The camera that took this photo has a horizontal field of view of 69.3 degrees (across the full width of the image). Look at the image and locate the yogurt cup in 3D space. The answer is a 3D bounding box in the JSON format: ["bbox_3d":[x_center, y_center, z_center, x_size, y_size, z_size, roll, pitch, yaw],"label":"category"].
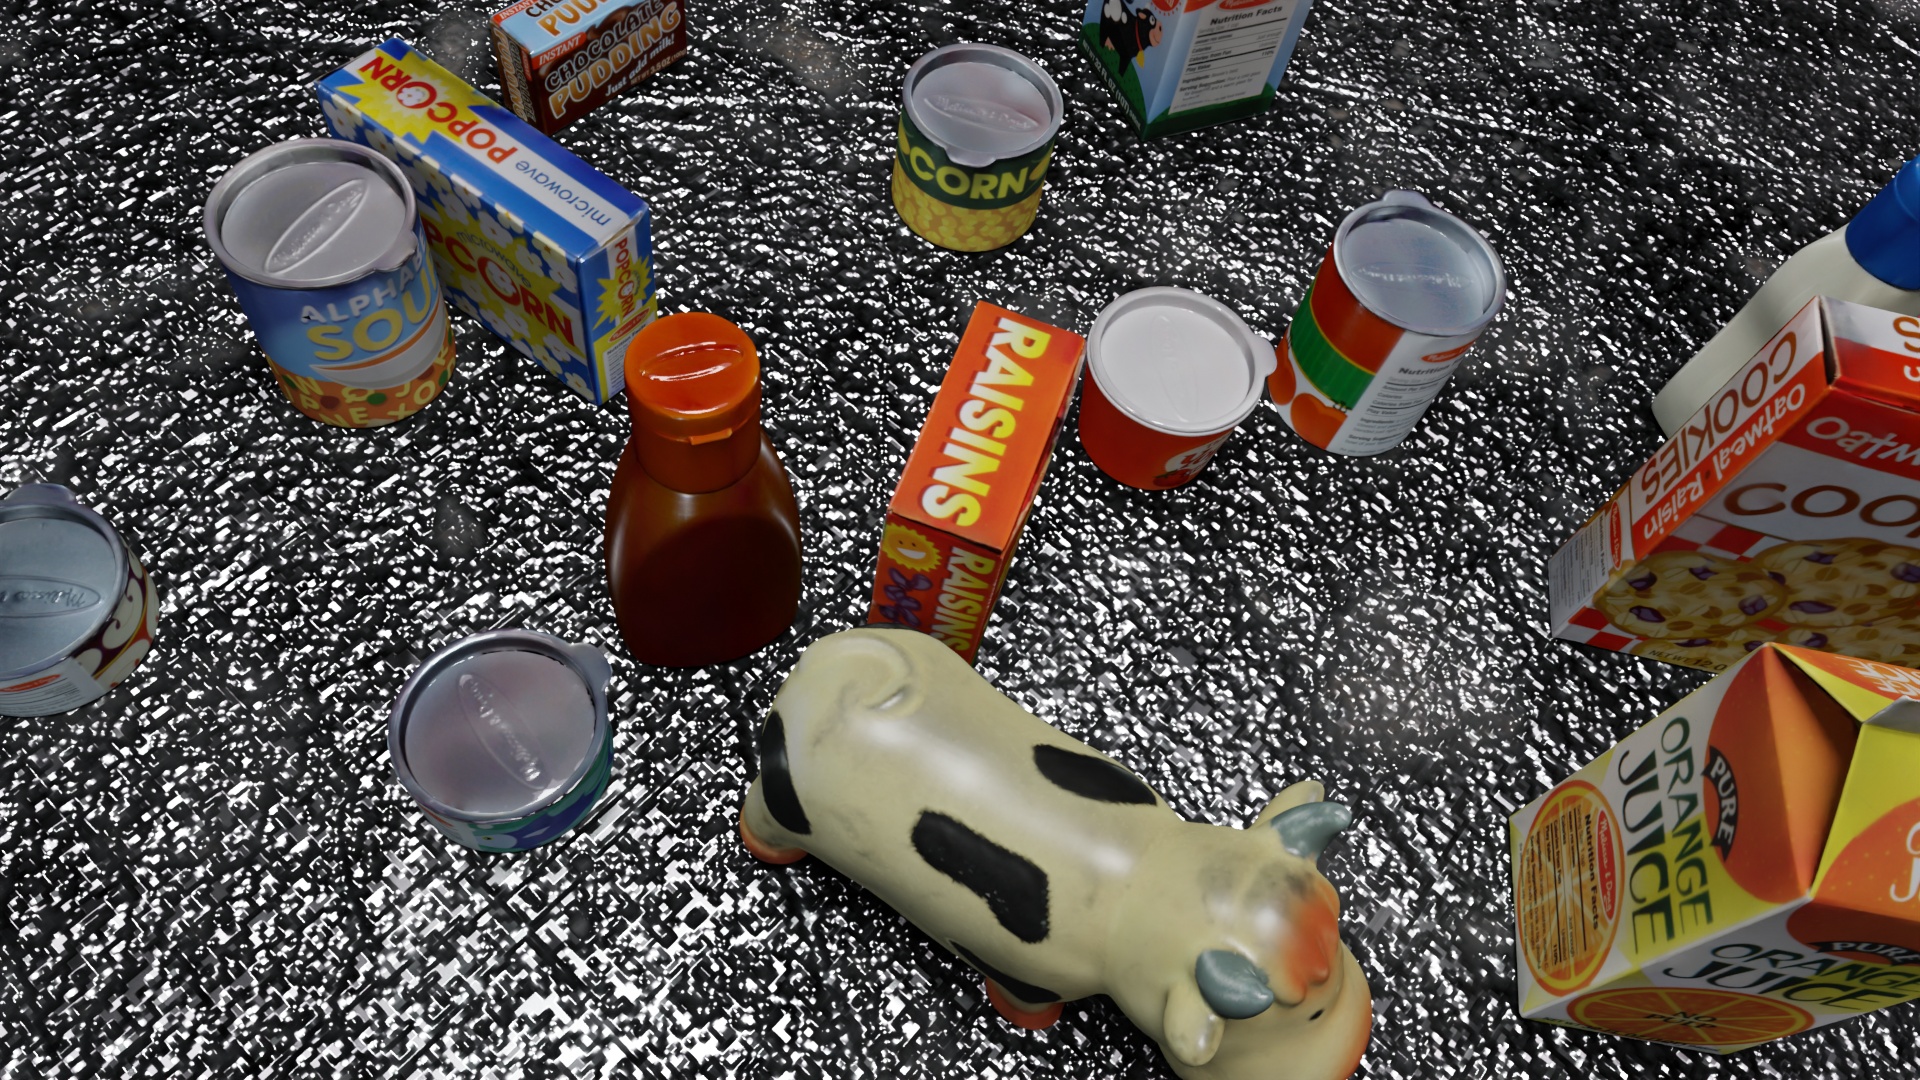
[{"bbox_3d":[0.078,-0.056,0.538,0.072,0.053,0.073,4,60,-6],"label":"yogurt cup"}]

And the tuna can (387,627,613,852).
[{"bbox_3d":[-0.144,0.063,0.447,0.071,0.032,0.071,4,60,-6],"label":"tuna can"}]

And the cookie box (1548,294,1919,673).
[{"bbox_3d":[0.301,-0.004,0.476,0.123,0.166,0.040,13,59,-1],"label":"cookie box"}]

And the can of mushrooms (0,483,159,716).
[{"bbox_3d":[-0.299,0.019,0.449,0.071,0.033,0.071,4,60,-6],"label":"can of mushrooms"}]

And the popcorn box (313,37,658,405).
[{"bbox_3d":[-0.172,-0.117,0.518,0.127,0.084,0.038,35,61,12],"label":"popcorn box"}]

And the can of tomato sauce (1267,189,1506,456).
[{"bbox_3d":[0.165,-0.084,0.551,0.071,0.082,0.071,4,60,-6],"label":"can of tomato sauce"}]

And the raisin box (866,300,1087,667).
[{"bbox_3d":[0.002,-0.006,0.457,0.040,0.122,0.086,20,59,4],"label":"raisin box"}]

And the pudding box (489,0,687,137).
[{"bbox_3d":[-0.159,-0.218,0.600,0.030,0.049,0.084,40,62,15],"label":"pudding box"}]

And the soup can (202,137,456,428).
[{"bbox_3d":[-0.218,-0.088,0.495,0.071,0.083,0.071,4,60,-6],"label":"soup can"}]

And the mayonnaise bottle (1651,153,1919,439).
[{"bbox_3d":[0.337,-0.087,0.541,0.065,0.147,0.041,-10,62,-14],"label":"mayonnaise bottle"}]

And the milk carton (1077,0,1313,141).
[{"bbox_3d":[0.114,-0.270,0.590,0.073,0.189,0.072,-17,64,-17],"label":"milk carton"}]

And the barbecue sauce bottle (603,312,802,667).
[{"bbox_3d":[-0.081,-0.011,0.433,0.065,0.147,0.044,-13,63,-16],"label":"barbecue sauce bottle"}]

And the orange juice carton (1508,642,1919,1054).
[{"bbox_3d":[0.236,0.088,0.397,0.072,0.191,0.073,11,59,-2],"label":"orange juice carton"}]

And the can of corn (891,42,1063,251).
[{"bbox_3d":[0.005,-0.163,0.588,0.071,0.058,0.071,4,60,-6],"label":"can of corn"}]
